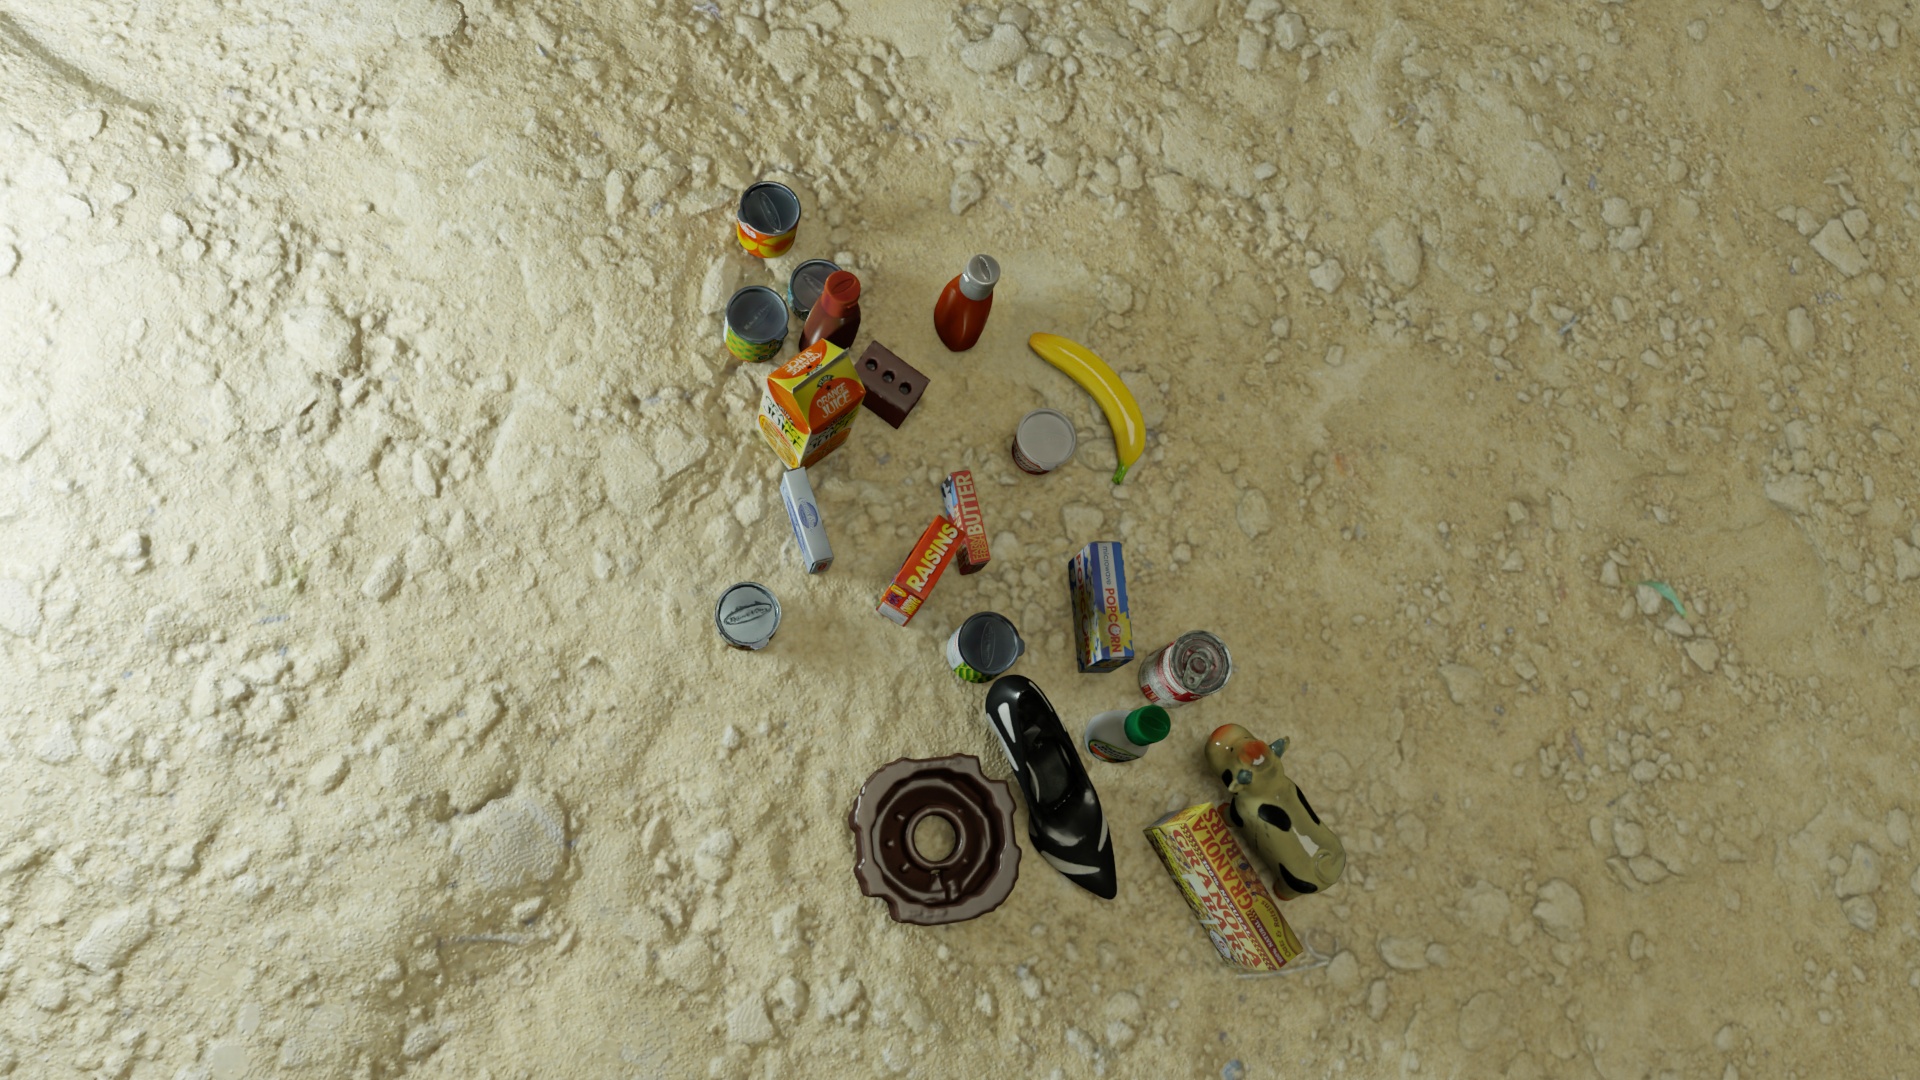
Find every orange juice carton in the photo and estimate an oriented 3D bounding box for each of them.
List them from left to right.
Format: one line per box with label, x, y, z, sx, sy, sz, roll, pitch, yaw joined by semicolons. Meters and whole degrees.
orange juice carton;-0.152;-0.138;1.405;0.072;0.192;0.073;-38;85;-19

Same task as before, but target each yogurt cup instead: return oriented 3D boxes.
yogurt cup;0.089;-0.105;1.524;0.072;0.053;0.072;3;74;-12

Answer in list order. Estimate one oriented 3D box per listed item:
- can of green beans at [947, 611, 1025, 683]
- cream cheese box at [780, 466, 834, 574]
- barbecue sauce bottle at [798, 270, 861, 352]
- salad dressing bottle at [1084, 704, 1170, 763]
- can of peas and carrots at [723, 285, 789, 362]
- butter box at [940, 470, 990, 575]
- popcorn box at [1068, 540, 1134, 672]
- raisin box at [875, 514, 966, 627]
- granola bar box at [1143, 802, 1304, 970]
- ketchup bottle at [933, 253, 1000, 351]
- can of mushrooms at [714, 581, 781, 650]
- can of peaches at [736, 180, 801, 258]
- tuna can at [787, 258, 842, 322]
can of green beans;0.023;0.112;1.443;0.071;0.057;0.071;3;74;-12
cream cheese box;-0.160;-0.020;1.443;0.024;0.053;0.104;-16;78;-16
barbecue sauce bottle;-0.132;-0.235;1.461;0.065;0.148;0.043;-34;84;-19
salad dressing bottle;0.170;0.194;1.405;0.064;0.147;0.044;24;71;-5
can of peas and carrots;-0.217;-0.230;1.488;0.071;0.058;0.071;3;74;-12
butter box;0.005;-0.019;1.480;0.024;0.053;0.103;-9;76;-15
popcorn box;0.148;0.071;1.469;0.038;0.085;0.127;-1;75;-13
raisin box;-0.042;0.032;1.417;0.040;0.123;0.086;34;70;-2
granola bar box;0.260;0.349;1.393;0.039;0.124;0.165;-29;82;-19
ketchup bottle;0.008;-0.260;1.500;0.043;0.148;0.065;-19;80;-17
can of mushrooms;-0.216;0.080;1.411;0.071;0.033;0.071;3;73;-12
can of peaches;-0.213;-0.351;1.525;0.071;0.058;0.071;3;74;-12
tuna can;-0.158;-0.271;1.527;0.071;0.032;0.071;3;73;-12
